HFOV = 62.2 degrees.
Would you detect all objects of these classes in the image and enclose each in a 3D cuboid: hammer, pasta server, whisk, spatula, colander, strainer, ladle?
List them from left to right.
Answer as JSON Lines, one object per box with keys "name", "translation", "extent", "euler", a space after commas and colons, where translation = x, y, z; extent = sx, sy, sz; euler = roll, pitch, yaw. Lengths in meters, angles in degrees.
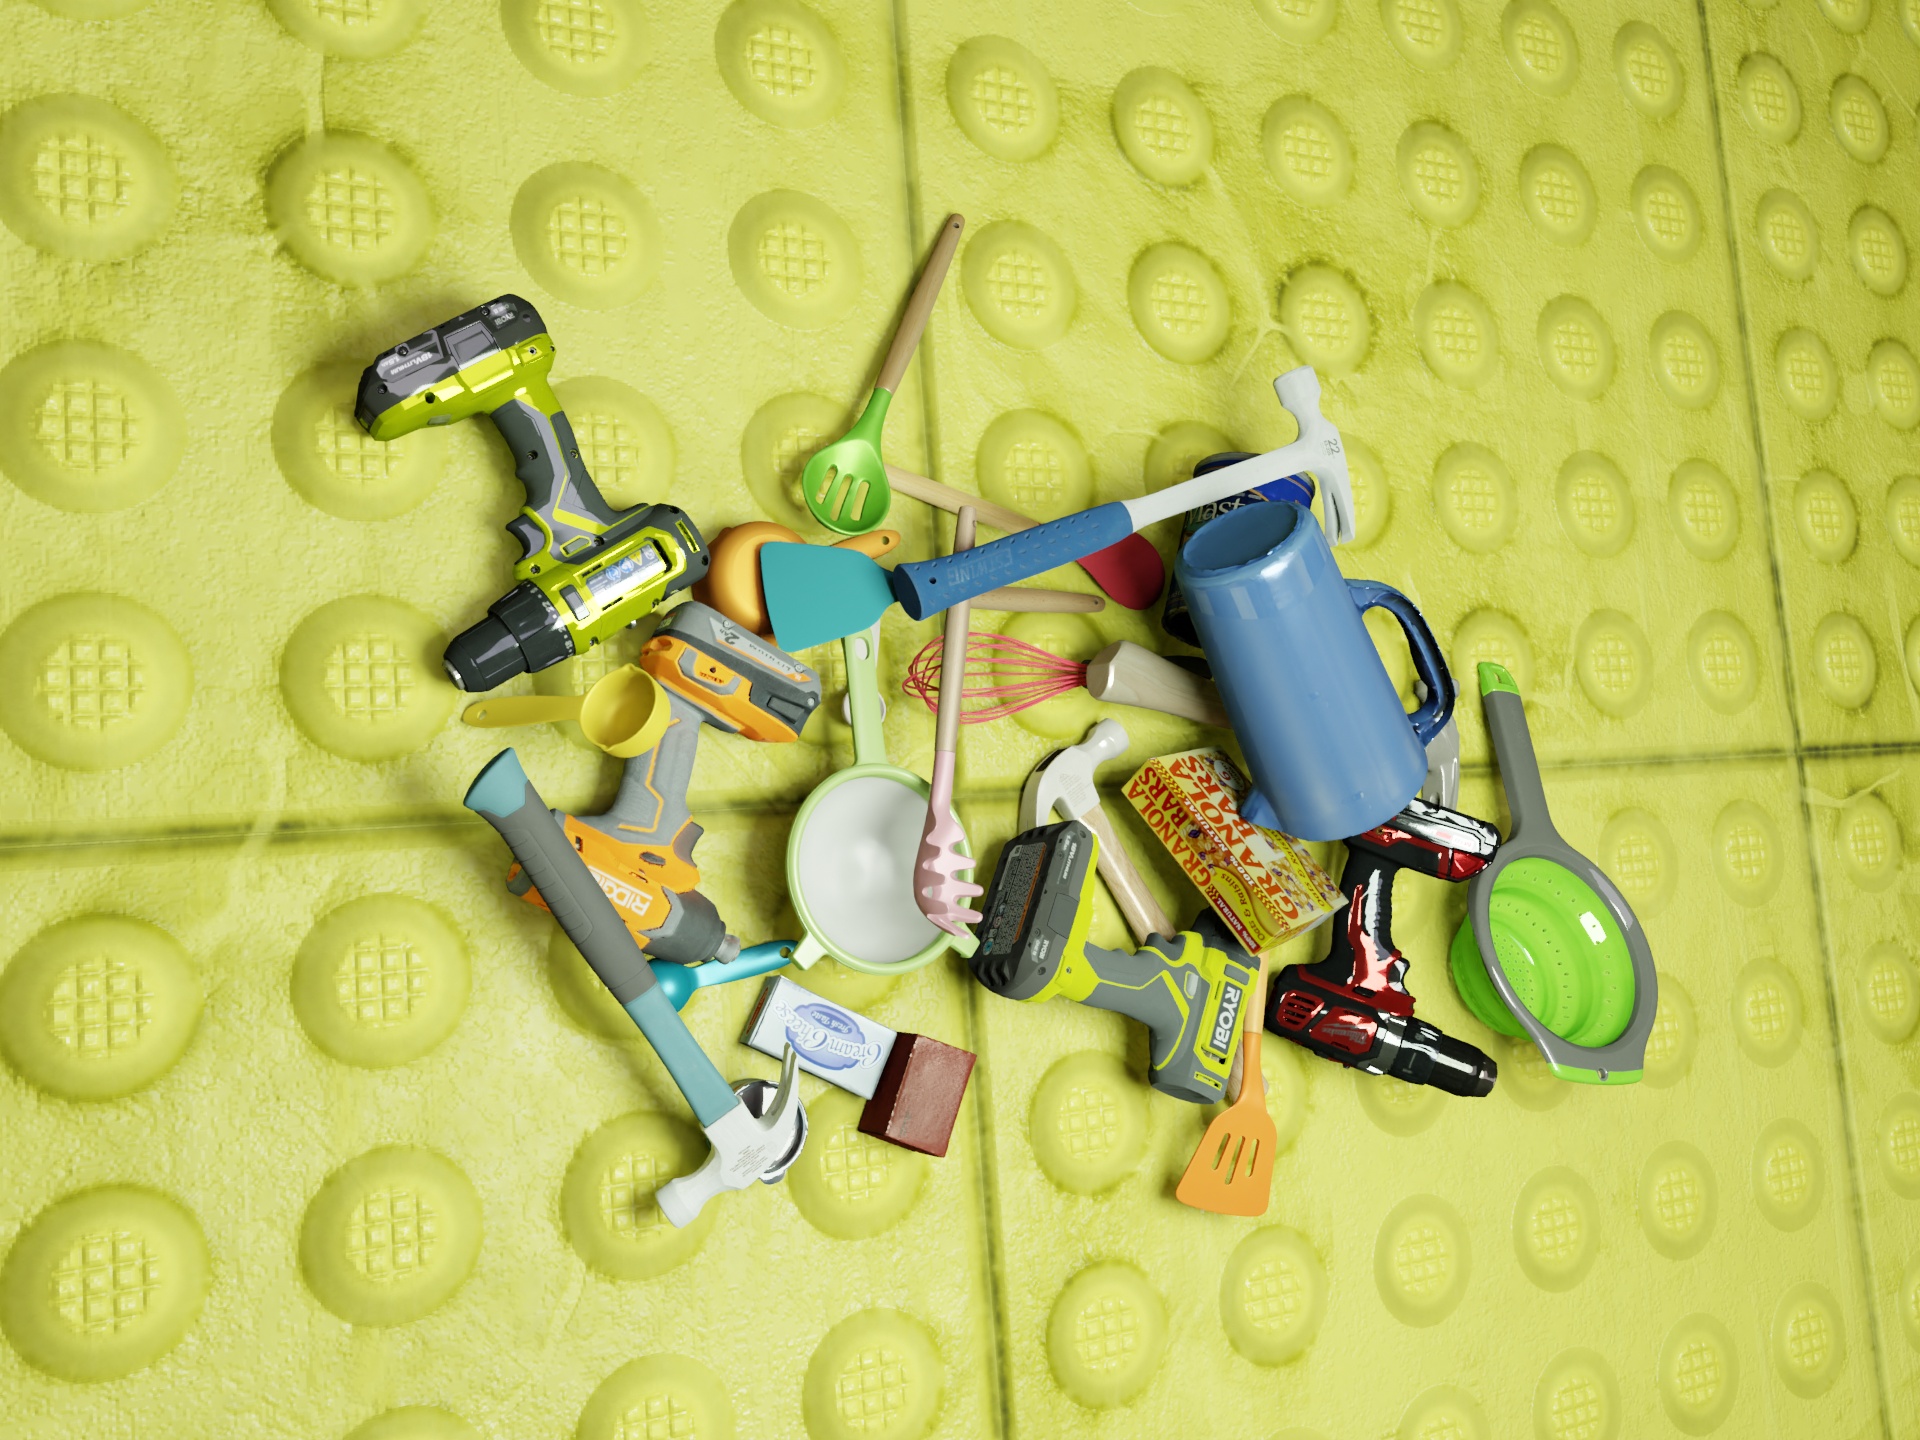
{"name": "hammer", "translation": [-0.216, 0.165, 1.026], "extent": [0.128, 0.033, 0.331], "euler": [-33, 106, -12]}
{"name": "strainer", "translation": [-0.076, 0.058, 1.155], "extent": [0.151, 0.069, 0.256], "euler": [1, 77, -33]}
{"name": "spatula", "translation": [-0.006, -0.092, 1.200], "extent": [0.317, 0.044, 0.082], "euler": [0, 73, -43]}
{"name": "pasta server", "translation": [-0.002, -0.004, 1.139], "extent": [0.060, 0.040, 0.316], "euler": [28, 64, -60]}
{"name": "ladle", "translation": [0.036, -0.160, 1.264], "extent": [0.315, 0.031, 0.069], "euler": [18, 67, -22]}
{"name": "whisk", "translation": [0.084, -0.036, 1.255], "extent": [0.295, 0.073, 0.073], "euler": [-2, 84, -32]}
{"name": "hammer", "translation": [0.135, -0.150, 1.195], "extent": [0.405, 0.035, 0.144], "euler": [-22, 92, -26]}
{"name": "hammer", "translation": [0.153, 0.170, 1.273], "extent": [0.130, 0.031, 0.331], "euler": [-35, 99, -27]}
{"name": "spatula", "translation": [0.230, 0.228, 1.274], "extent": [0.081, 0.041, 0.323], "euler": [15, 69, -16]}
{"name": "hammer", "translation": [0.273, 0.008, 1.325], "extent": [0.410, 0.038, 0.146], "euler": [10, 80, -33]}
{"name": "colander", "translation": [0.496, 0.139, 1.430], "extent": [0.204, 0.094, 0.397], "euler": [9, 61, -26]}

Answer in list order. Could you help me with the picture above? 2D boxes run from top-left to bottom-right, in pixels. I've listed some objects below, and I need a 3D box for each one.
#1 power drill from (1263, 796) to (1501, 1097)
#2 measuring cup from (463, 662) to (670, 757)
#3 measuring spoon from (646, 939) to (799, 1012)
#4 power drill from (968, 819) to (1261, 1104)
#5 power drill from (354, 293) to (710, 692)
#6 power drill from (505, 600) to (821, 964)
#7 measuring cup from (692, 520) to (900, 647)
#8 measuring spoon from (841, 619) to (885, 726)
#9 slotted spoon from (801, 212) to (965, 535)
{"name": "power drill", "translation": [0.368, 0.183, 1.293], "extent": [0.188, 0.080, 0.227], "euler": [20, 90, 12]}
{"name": "measuring cup", "translation": [-0.258, -0.002, 1.044], "extent": [0.029, 0.156, 0.062], "euler": [47, 47, -54]}
{"name": "measuring spoon", "translation": [-0.166, 0.176, 1.115], "extent": [0.128, 0.021, 0.042], "euler": [-13, 89, -26]}
{"name": "power drill", "translation": [0.128, 0.171, 1.202], "extent": [0.223, 0.080, 0.171], "euler": [29, 66, -25]}
{"name": "power drill", "translation": [-0.302, -0.147, 1.064], "extent": [0.190, 0.080, 0.228], "euler": [-35, 101, -24]}
{"name": "power drill", "translation": [-0.186, 0.051, 1.093], "extent": [0.164, 0.084, 0.226], "euler": [32, 74, -20]}
{"name": "measuring cup", "translation": [-0.110, -0.115, 1.167], "extent": [0.173, 0.052, 0.095], "euler": [-22, 93, -25]}
{"name": "measuring spoon", "translation": [-0.074, -0.050, 1.202], "extent": [0.034, 0.018, 0.124], "euler": [8, 73, -21]}
{"name": "slotted spoon", "translation": [-0.049, -0.270, 1.224], "extent": [0.070, 0.031, 0.314], "euler": [25, 66, -13]}
